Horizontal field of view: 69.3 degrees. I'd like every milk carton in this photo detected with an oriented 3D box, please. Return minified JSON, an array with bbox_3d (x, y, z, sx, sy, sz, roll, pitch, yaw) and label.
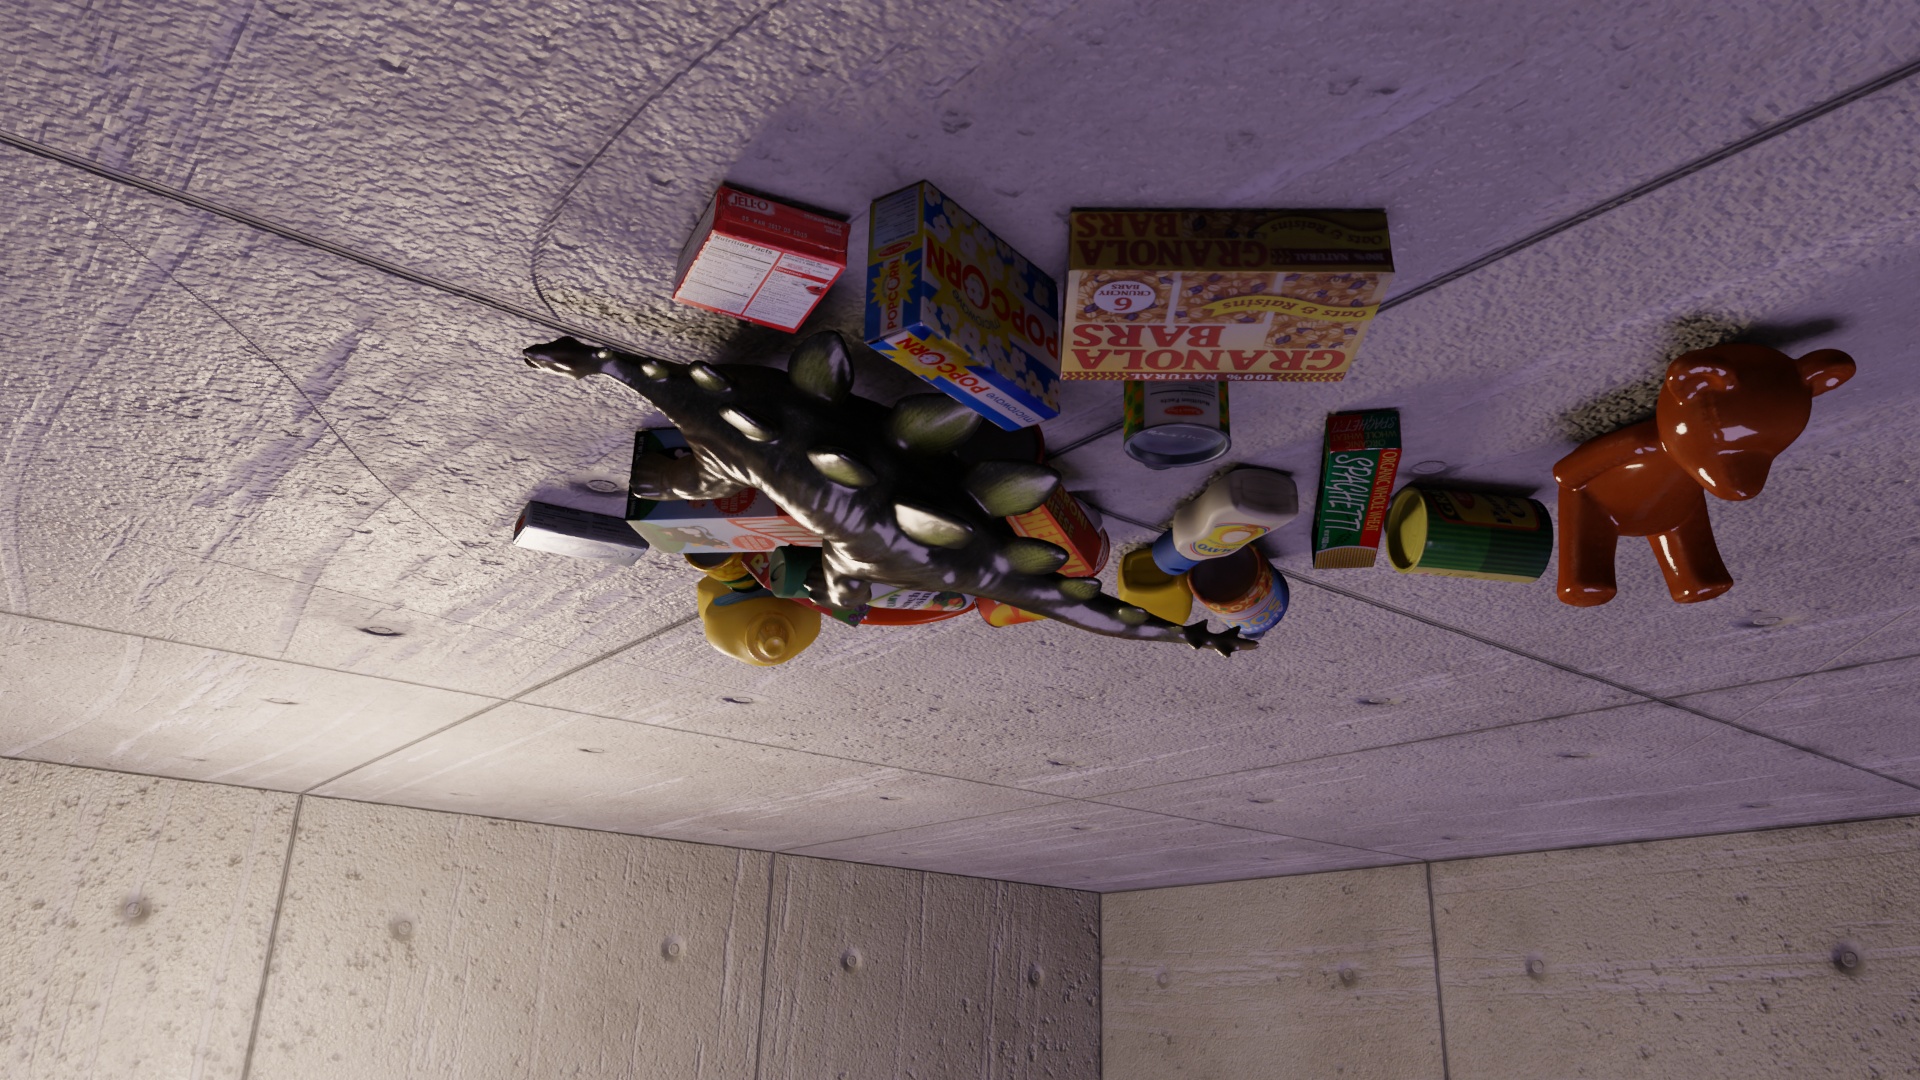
[{"bbox_3d":[-0.135,-0.036,0.998,0.190,0.072,0.073,-2,160,9],"label":"milk carton"}]

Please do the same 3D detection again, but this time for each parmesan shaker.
[{"bbox_3d":[0.385,-0.005,1.056,0.103,0.071,0.071,4,159,-9],"label":"parmesan shaker"}]

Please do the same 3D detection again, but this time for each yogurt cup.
[{"bbox_3d":[0.085,0.002,1.100,0.072,0.072,0.054,-7,166,22],"label":"yogurt cup"}]

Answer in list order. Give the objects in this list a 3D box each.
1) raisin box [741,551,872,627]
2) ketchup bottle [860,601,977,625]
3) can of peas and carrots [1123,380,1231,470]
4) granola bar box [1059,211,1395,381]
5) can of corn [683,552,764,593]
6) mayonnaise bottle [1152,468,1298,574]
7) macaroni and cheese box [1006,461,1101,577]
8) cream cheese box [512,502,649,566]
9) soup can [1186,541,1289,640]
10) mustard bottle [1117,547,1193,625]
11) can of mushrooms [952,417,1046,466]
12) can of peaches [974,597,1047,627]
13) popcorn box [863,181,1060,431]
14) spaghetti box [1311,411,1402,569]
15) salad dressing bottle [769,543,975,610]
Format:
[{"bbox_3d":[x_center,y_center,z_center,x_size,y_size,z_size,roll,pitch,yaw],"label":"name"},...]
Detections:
[{"bbox_3d":[-0.104,0.011,1.109,0.086,0.040,0.123,-51,144,6],"label":"raisin box"},{"bbox_3d":[-0.023,0.043,1.226,0.149,0.064,0.043,3,175,-26],"label":"ketchup bottle"},{"bbox_3d":[0.134,-0.084,0.868,0.071,0.059,0.070,2,160,1],"label":"can of peas and carrots"},{"bbox_3d":[0.139,-0.132,0.766,0.166,0.039,0.123,1,159,2],"label":"granola bar box"},{"bbox_3d":[-0.179,0.002,1.114,0.071,0.071,0.058,-7,157,23],"label":"can of corn"},{"bbox_3d":[0.199,-0.012,1.082,0.065,0.041,0.147,7,159,-19],"label":"mayonnaise bottle"},{"bbox_3d":[0.004,-0.013,1.040,0.166,0.040,0.123,-13,132,33],"label":"macaroni and cheese box"},{"bbox_3d":[-0.318,-0.004,1.169,0.104,0.024,0.053,12,158,-26],"label":"cream cheese box"},{"bbox_3d":[0.236,0.040,1.175,0.071,0.071,0.083,-9,157,26],"label":"soup can"},{"bbox_3d":[0.178,0.051,1.244,0.065,0.049,0.160,-2,160,11],"label":"mustard bottle"},{"bbox_3d":[0.025,-0.059,0.933,0.071,0.071,0.033,3,158,-4],"label":"can of mushrooms"},{"bbox_3d":[0.050,0.038,1.192,0.058,0.071,0.071,-12,155,32],"label":"can of peaches"},{"bbox_3d":[0.004,-0.121,0.740,0.038,0.085,0.126,-15,153,35],"label":"popcorn box"},{"bbox_3d":[0.293,-0.031,1.040,0.050,0.029,0.249,-3,159,11],"label":"spaghetti box"},{"bbox_3d":[-0.061,0.025,0.991,0.148,0.044,0.064,3,157,-27],"label":"salad dressing bottle"}]
